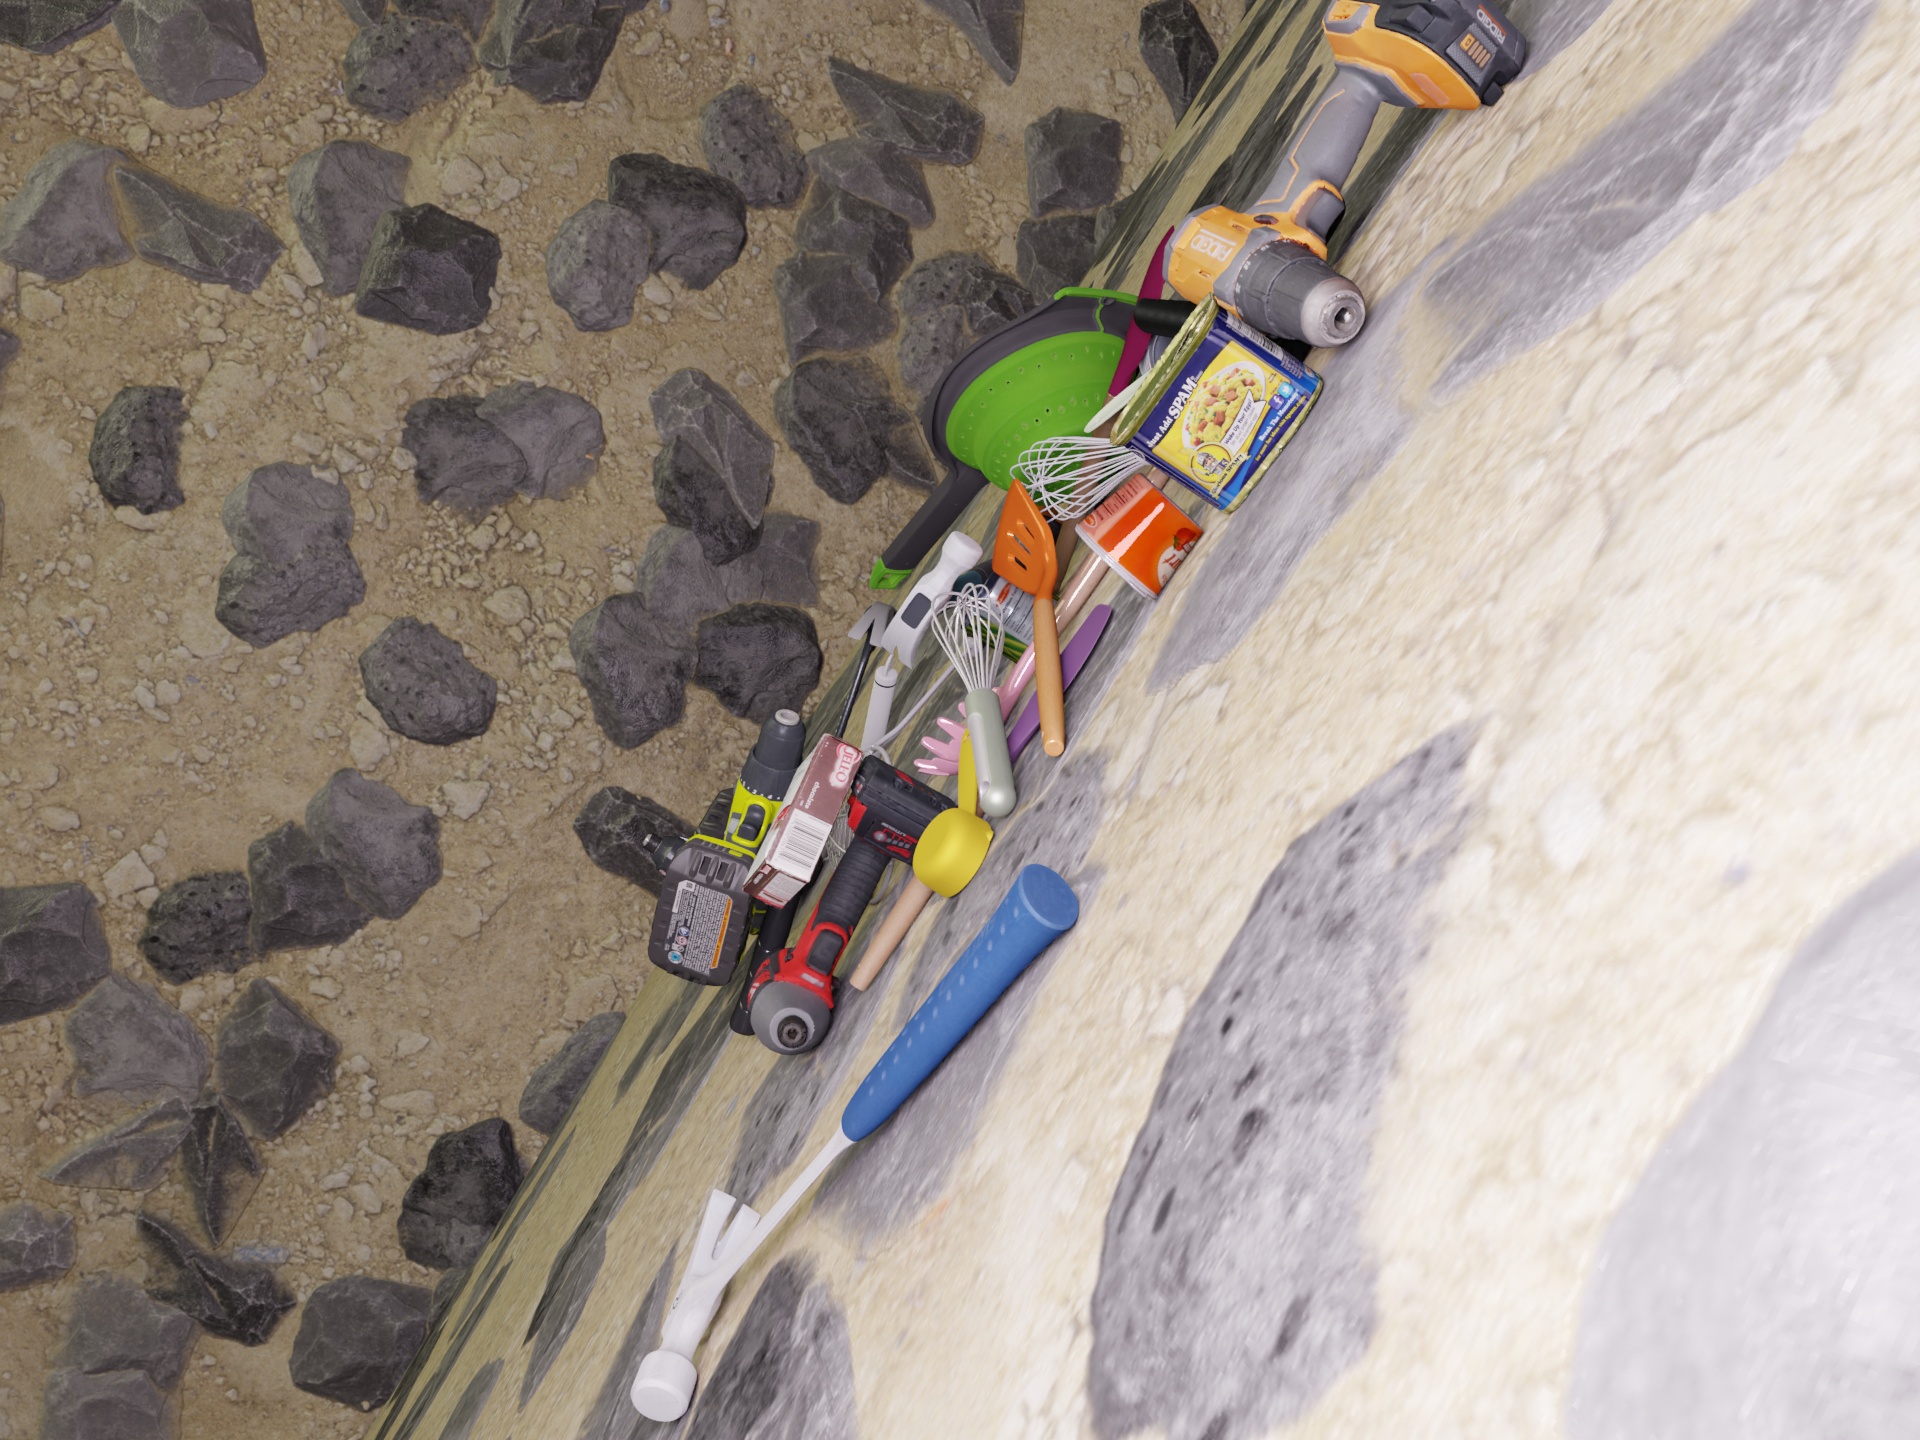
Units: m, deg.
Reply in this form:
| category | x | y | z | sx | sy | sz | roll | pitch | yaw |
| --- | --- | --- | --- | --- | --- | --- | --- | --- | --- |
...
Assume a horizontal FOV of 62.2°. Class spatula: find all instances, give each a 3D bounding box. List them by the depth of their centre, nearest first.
| category | x | y | z | sx | sy | sz | roll | pitch | yaw |
| --- | --- | --- | --- | --- | --- | --- | --- | --- | --- |
| spatula | 0.014 | 0.053 | 1.096 | 0.316 | 0.018 | 0.060 | -57 | 13 | 2 |
| spatula | 0.050 | -0.069 | 1.120 | 0.323 | 0.041 | 0.081 | -89 | 12 | -58 |

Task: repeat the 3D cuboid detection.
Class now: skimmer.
| category | x | y | z | sx | sy | sz | roll | pitch | yaw |
| --- | --- | --- | --- | --- | --- | --- | --- | --- | --- |
| skimmer | -0.002 | -0.004 | 1.361 | 0.363 | 0.090 | 0.127 | -51 | 0 | -30 |

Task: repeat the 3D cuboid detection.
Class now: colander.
| category | x | y | z | sx | sy | sz | roll | pitch | yaw |
| --- | --- | --- | --- | --- | --- | --- | --- | --- | --- |
| colander | 0.037 | -0.204 | 1.390 | 0.397 | 0.204 | 0.095 | -46 | 59 | 43 |

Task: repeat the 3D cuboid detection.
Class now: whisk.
| category | x | y | z | sx | sy | sz | roll | pitch | yaw |
| --- | --- | --- | --- | --- | --- | --- | --- | --- | --- |
| whisk | 0.013 | -0.019 | 1.109 | 0.247 | 0.059 | 0.057 | -98 | 29 | -52 |
| whisk | 0.122 | -0.191 | 1.149 | 0.070 | 0.070 | 0.285 | -60 | 22 | -16 |

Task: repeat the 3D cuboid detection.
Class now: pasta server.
| category | x | y | z | sx | sy | sz | roll | pitch | yaw |
| --- | --- | --- | --- | --- | --- | --- | --- | --- | --- |
| pasta server | 0.070 | -0.083 | 1.200 | 0.316 | 0.040 | 0.060 | -55 | 17 | 9 |

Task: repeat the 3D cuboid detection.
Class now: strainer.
| category | x | y | z | sx | sy | sz | roll | pitch | yaw |
| --- | --- | --- | --- | --- | --- | --- | --- | --- | --- |
| strainer | -0.081 | 0.043 | 1.408 | 0.087 | 0.050 | 0.258 | -49 | -21 | -47 |

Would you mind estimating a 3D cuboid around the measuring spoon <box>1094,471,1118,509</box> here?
| category | x | y | z | sx | sy | sz | roll | pitch | yaw |
| --- | --- | --- | --- | --- | --- | --- | --- | --- | --- |
| measuring spoon | 0.151 | -0.235 | 1.374 | 0.042 | 0.021 | 0.128 | -90 | 24 | -62 |

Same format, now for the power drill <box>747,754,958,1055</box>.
| category | x | y | z | sx | sy | sz | roll | pitch | yaw |
| --- | --- | --- | --- | --- | --- | --- | --- | --- | --- |
| power drill | -0.086 | 0.141 | 1.168 | 0.219 | 0.078 | 0.143 | -60 | 8 | 1 |

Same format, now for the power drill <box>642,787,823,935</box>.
| category | x | y | z | sx | sy | sz | roll | pitch | yaw |
| --- | --- | --- | --- | --- | --- | --- | --- | --- | --- |
| power drill | -0.254 | 0.156 | 1.755 | 0.223 | 0.171 | 0.080 | -37 | 22 | 58 |

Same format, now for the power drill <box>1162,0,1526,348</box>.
| category | x | y | z | sx | sy | sz | roll | pitch | yaw |
| --- | --- | --- | --- | --- | --- | --- | --- | --- | --- |
| power drill | 0.231 | -0.328 | 0.947 | 0.226 | 0.084 | 0.186 | -54 | 31 | 13 |

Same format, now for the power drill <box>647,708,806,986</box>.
| category | x | y | z | sx | sy | sz | roll | pitch | yaw |
| --- | --- | --- | --- | --- | --- | --- | --- | --- | --- |
| power drill | -0.197 | 0.111 | 1.429 | 0.229 | 0.080 | 0.190 | -69 | -3 | -61 |

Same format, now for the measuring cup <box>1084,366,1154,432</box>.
| category | x | y | z | sx | sy | sz | roll | pitch | yaw |
| --- | --- | --- | --- | --- | --- | --- | --- | --- | --- |
| measuring cup | 0.159 | -0.247 | 1.168 | 0.167 | 0.038 | 0.083 | -32 | 28 | 42 |

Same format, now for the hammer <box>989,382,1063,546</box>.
| category | x | y | z | sx | sy | sz | roll | pitch | yaw |
| --- | --- | --- | --- | --- | --- | --- | --- | --- | --- |
| hammer | 0.076 | -0.254 | 1.572 | 0.034 | 0.127 | 0.337 | -49 | 17 | 25 |

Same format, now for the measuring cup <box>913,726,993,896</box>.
| category | x | y | z | sx | sy | sz | roll | pitch | yaw |
| --- | --- | --- | --- | --- | --- | --- | --- | --- | --- |
| measuring cup | -0.006 | 0.051 | 1.074 | 0.062 | 0.029 | 0.157 | -44 | 27 | 34 |

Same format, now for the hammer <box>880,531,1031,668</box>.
| category | x | y | z | sx | sy | sz | roll | pitch | yaw |
| --- | --- | --- | --- | --- | --- | --- | --- | --- | --- |
| hammer | 0.012 | -0.122 | 1.403 | 0.128 | 0.033 | 0.331 | -53 | -6 | 19 |

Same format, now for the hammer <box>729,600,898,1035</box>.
| category | x | y | z | sx | sy | sz | roll | pitch | yaw |
| --- | --- | --- | --- | --- | --- | --- | --- | --- | --- |
| hammer | -0.133 | 0.089 | 1.431 | 0.149 | 0.036 | 0.409 | -76 | 4 | -86 |

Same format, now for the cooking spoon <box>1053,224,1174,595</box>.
| category | x | y | z | sx | sy | sz | roll | pitch | yaw |
| --- | --- | --- | --- | --- | --- | --- | --- | --- | --- |
| cooking spoon | 0.115 | -0.233 | 1.251 | 0.069 | 0.017 | 0.318 | -83 | 9 | -56 |

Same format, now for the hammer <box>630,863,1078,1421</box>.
| category | x | y | z | sx | sy | sz | roll | pitch | yaw |
| --- | --- | --- | --- | --- | --- | --- | --- | --- | --- |
| hammer | -0.063 | 0.221 | 0.867 | 0.405 | 0.035 | 0.144 | -53 | 10 | 29 |
